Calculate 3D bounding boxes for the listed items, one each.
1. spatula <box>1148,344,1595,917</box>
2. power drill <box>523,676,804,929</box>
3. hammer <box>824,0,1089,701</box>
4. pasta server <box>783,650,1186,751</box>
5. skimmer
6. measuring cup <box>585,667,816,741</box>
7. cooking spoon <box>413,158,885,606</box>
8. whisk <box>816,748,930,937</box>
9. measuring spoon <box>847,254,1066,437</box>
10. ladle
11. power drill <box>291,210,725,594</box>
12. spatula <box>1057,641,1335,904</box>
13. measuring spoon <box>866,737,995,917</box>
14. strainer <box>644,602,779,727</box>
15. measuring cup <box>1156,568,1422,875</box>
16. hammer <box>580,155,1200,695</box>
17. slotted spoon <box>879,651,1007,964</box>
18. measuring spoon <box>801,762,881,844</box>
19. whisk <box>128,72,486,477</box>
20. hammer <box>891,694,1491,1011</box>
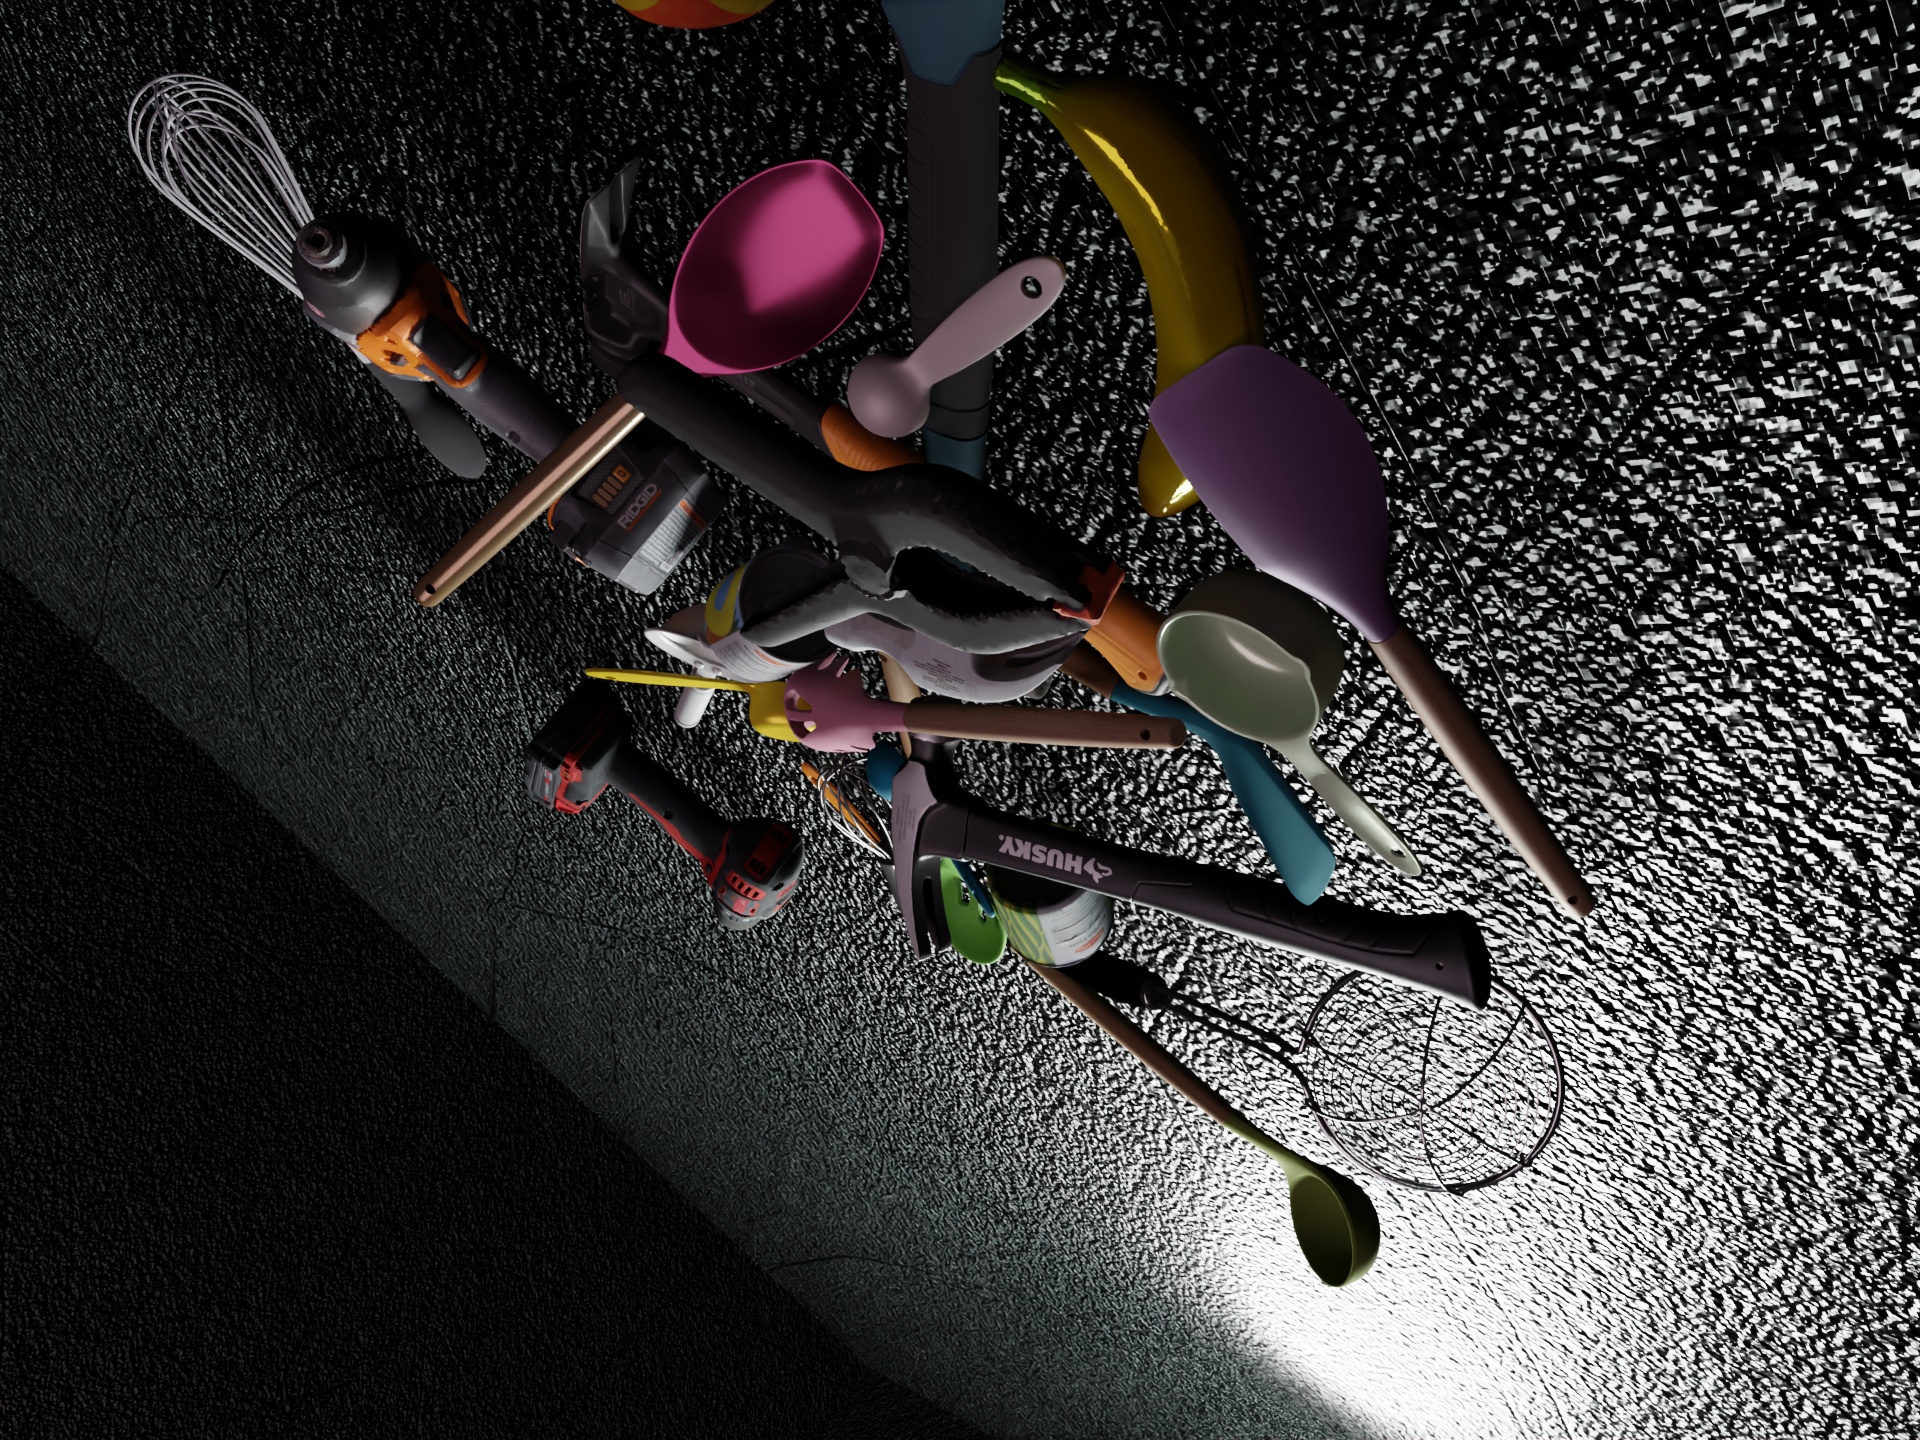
[{"bbox_3d":[0.177,-0.020,0.610,0.060,0.018,0.315,-29,122,22],"label":"spatula"},{"bbox_3d":[-0.231,0.082,1.258,0.226,0.080,0.187,35,154,-1],"label":"power drill"},{"bbox_3d":[-0.004,-0.129,0.625,0.128,0.033,0.330,23,142,20],"label":"hammer"},{"bbox_3d":[-0.001,-0.003,0.814,0.316,0.040,0.060,3,108,50],"label":"pasta server"},{"bbox_3d":[0.171,0.166,0.914,0.363,0.090,0.127,12,110,61],"label":"skimmer"},{"bbox_3d":[-0.149,-0.010,0.963,0.156,0.029,0.062,7,168,-15],"label":"measuring cup"},{"bbox_3d":[-0.154,-0.136,0.711,0.319,0.017,0.068,-33,109,31],"label":"cooking spoon"},{"bbox_3d":[-0.048,0.086,1.067,0.055,0.055,0.238,23,155,28],"label":"whisk"},{"bbox_3d":[-0.005,-0.133,0.576,0.034,0.018,0.124,49,143,-13],"label":"measuring spoon"},{"bbox_3d":[0.154,0.260,1.078,0.320,0.062,0.078,40,151,3],"label":"ladle"},{"bbox_3d":[-0.234,-0.166,0.807,0.226,0.084,0.164,39,178,-1],"label":"power drill"},{"bbox_3d":[0.048,-0.023,0.769,0.317,0.044,0.082,32,163,14],"label":"spatula"},{"bbox_3d":[-0.022,0.067,0.945,0.129,0.021,0.042,56,164,18],"label":"measuring spoon"},{"bbox_3d":[-0.166,-0.031,1.031,0.087,0.050,0.258,22,162,-10],"label":"strainer"},{"bbox_3d":[0.154,0.001,0.682,0.167,0.038,0.083,45,153,-19],"label":"measuring cup"},{"bbox_3d":[-0.034,-0.121,0.726,0.337,0.034,0.127,35,155,6],"label":"hammer"},{"bbox_3d":[-0.013,0.053,0.988,0.070,0.031,0.313,30,152,32],"label":"slotted spoon"},{"bbox_3d":[-0.075,0.073,1.113,0.116,0.011,0.021,50,152,-22],"label":"measuring spoon"},{"bbox_3d":[-0.364,-0.246,0.925,0.070,0.070,0.284,15,151,39],"label":"whisk"},{"bbox_3d":[0.107,0.090,0.828,0.335,0.035,0.146,14,104,30],"label":"hammer"}]
